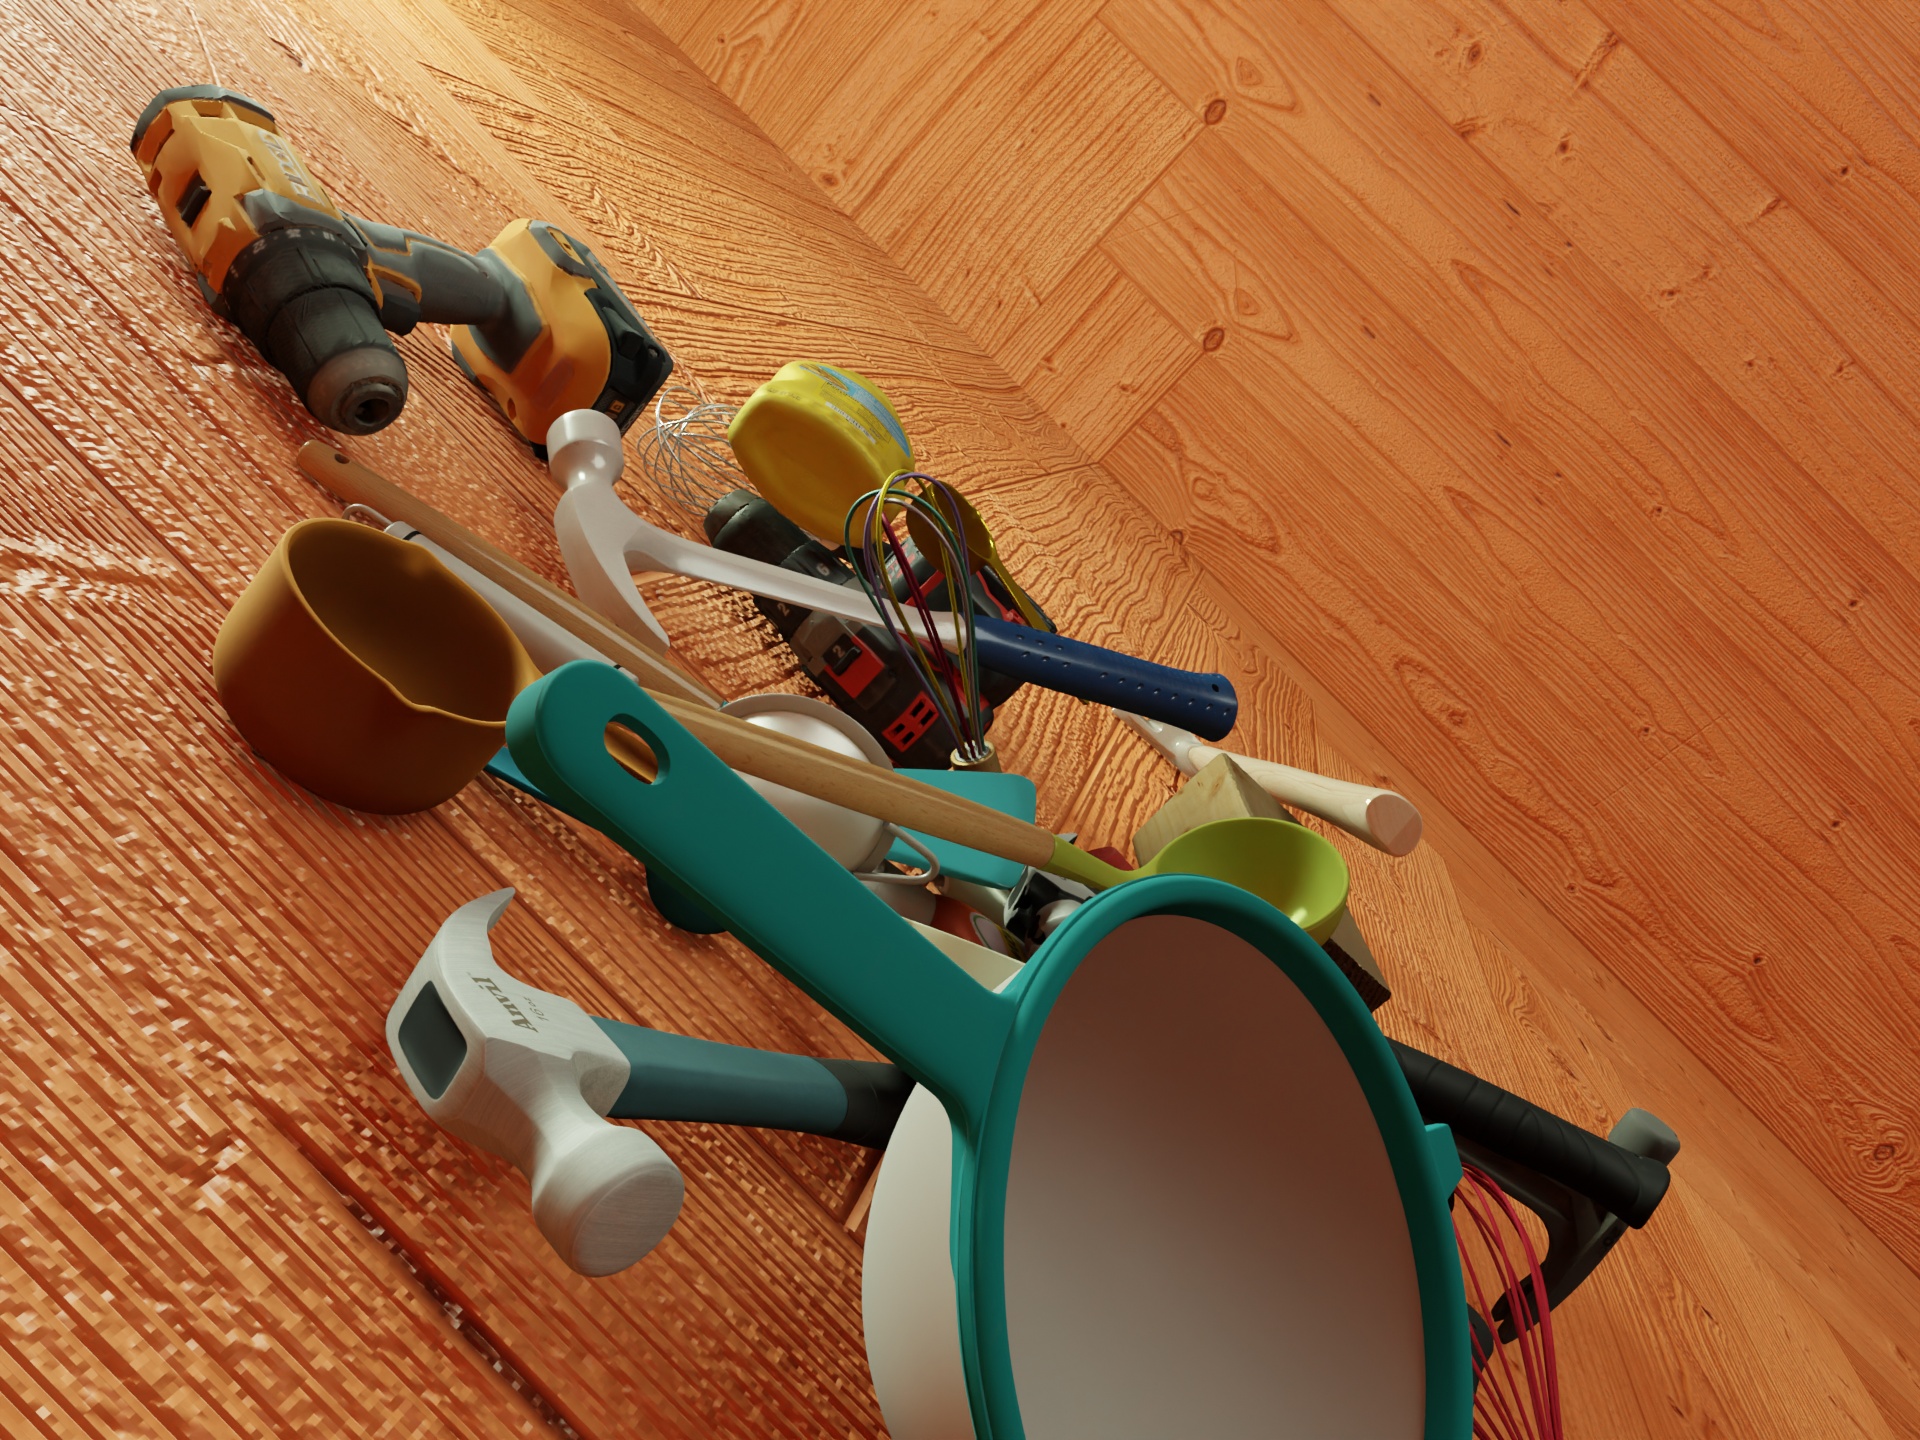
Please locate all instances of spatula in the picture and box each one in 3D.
[{"bbox_3d":[-0.113,-0.024,0.626,0.317,0.044,0.082,33,30,-10],"label":"spatula"}]

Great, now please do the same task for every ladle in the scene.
[{"bbox_3d":[0.015,0.030,0.579,0.320,0.062,0.078,21,19,-30],"label":"ladle"}]

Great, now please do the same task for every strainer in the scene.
[{"bbox_3d":[-0.122,-0.004,0.587,0.258,0.087,0.050,34,25,1],"label":"strainer"},{"bbox_3d":[0.003,0.113,0.396,0.340,0.095,0.211,44,45,-25],"label":"strainer"}]

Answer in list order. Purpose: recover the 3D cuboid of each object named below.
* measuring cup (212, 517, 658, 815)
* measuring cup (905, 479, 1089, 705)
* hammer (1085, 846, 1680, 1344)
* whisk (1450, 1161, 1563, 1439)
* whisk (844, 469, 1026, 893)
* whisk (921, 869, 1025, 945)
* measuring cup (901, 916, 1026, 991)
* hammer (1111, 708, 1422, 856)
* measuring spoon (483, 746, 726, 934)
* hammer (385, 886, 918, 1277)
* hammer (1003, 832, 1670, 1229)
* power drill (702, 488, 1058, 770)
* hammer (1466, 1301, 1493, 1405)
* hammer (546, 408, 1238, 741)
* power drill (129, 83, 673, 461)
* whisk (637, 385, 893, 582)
[{"bbox_3d":[-0.150,0.008,0.504,0.173,0.052,0.095,37,17,-33],"label":"measuring cup"},{"bbox_3d":[0.021,-0.067,0.919,0.156,0.029,0.062,55,22,-4],"label":"measuring cup"},{"bbox_3d":[0.196,0.187,0.860,0.359,0.149,0.037,33,16,-1],"label":"hammer"},{"bbox_3d":[0.219,0.283,0.607,0.073,0.073,0.296,36,25,-29],"label":"whisk"},{"bbox_3d":[-0.002,-0.001,0.730,0.047,0.051,0.244,-97,172,-59],"label":"whisk"},{"bbox_3d":[0.068,0.141,0.727,0.246,0.057,0.059,45,50,16],"label":"whisk"},{"bbox_3d":[-0.024,0.090,0.549,0.083,0.038,0.168,28,-14,-34],"label":"measuring cup"},{"bbox_3d":[0.217,0.039,1.146,0.146,0.038,0.411,41,-3,-9],"label":"hammer"},{"bbox_3d":[-0.130,0.039,0.549,0.128,0.021,0.042,32,14,-12],"label":"measuring spoon"},{"bbox_3d":[-0.037,0.119,0.496,0.128,0.033,0.330,34,3,35],"label":"hammer"},{"bbox_3d":[0.170,0.143,0.707,0.334,0.035,0.146,27,9,-8],"label":"hammer"},{"bbox_3d":[-0.042,-0.063,0.918,0.188,0.080,0.227,45,19,3],"label":"power drill"},{"bbox_3d":[0.173,0.300,0.604,0.149,0.036,0.408,51,16,16],"label":"hammer"},{"bbox_3d":[-0.010,-0.041,0.800,0.405,0.035,0.144,14,44,-36],"label":"hammer"},{"bbox_3d":[-0.236,-0.180,0.720,0.185,0.084,0.226,53,22,25],"label":"power drill"},{"bbox_3d":[-0.099,-0.126,0.974,0.070,0.070,0.284,53,13,27],"label":"whisk"}]
